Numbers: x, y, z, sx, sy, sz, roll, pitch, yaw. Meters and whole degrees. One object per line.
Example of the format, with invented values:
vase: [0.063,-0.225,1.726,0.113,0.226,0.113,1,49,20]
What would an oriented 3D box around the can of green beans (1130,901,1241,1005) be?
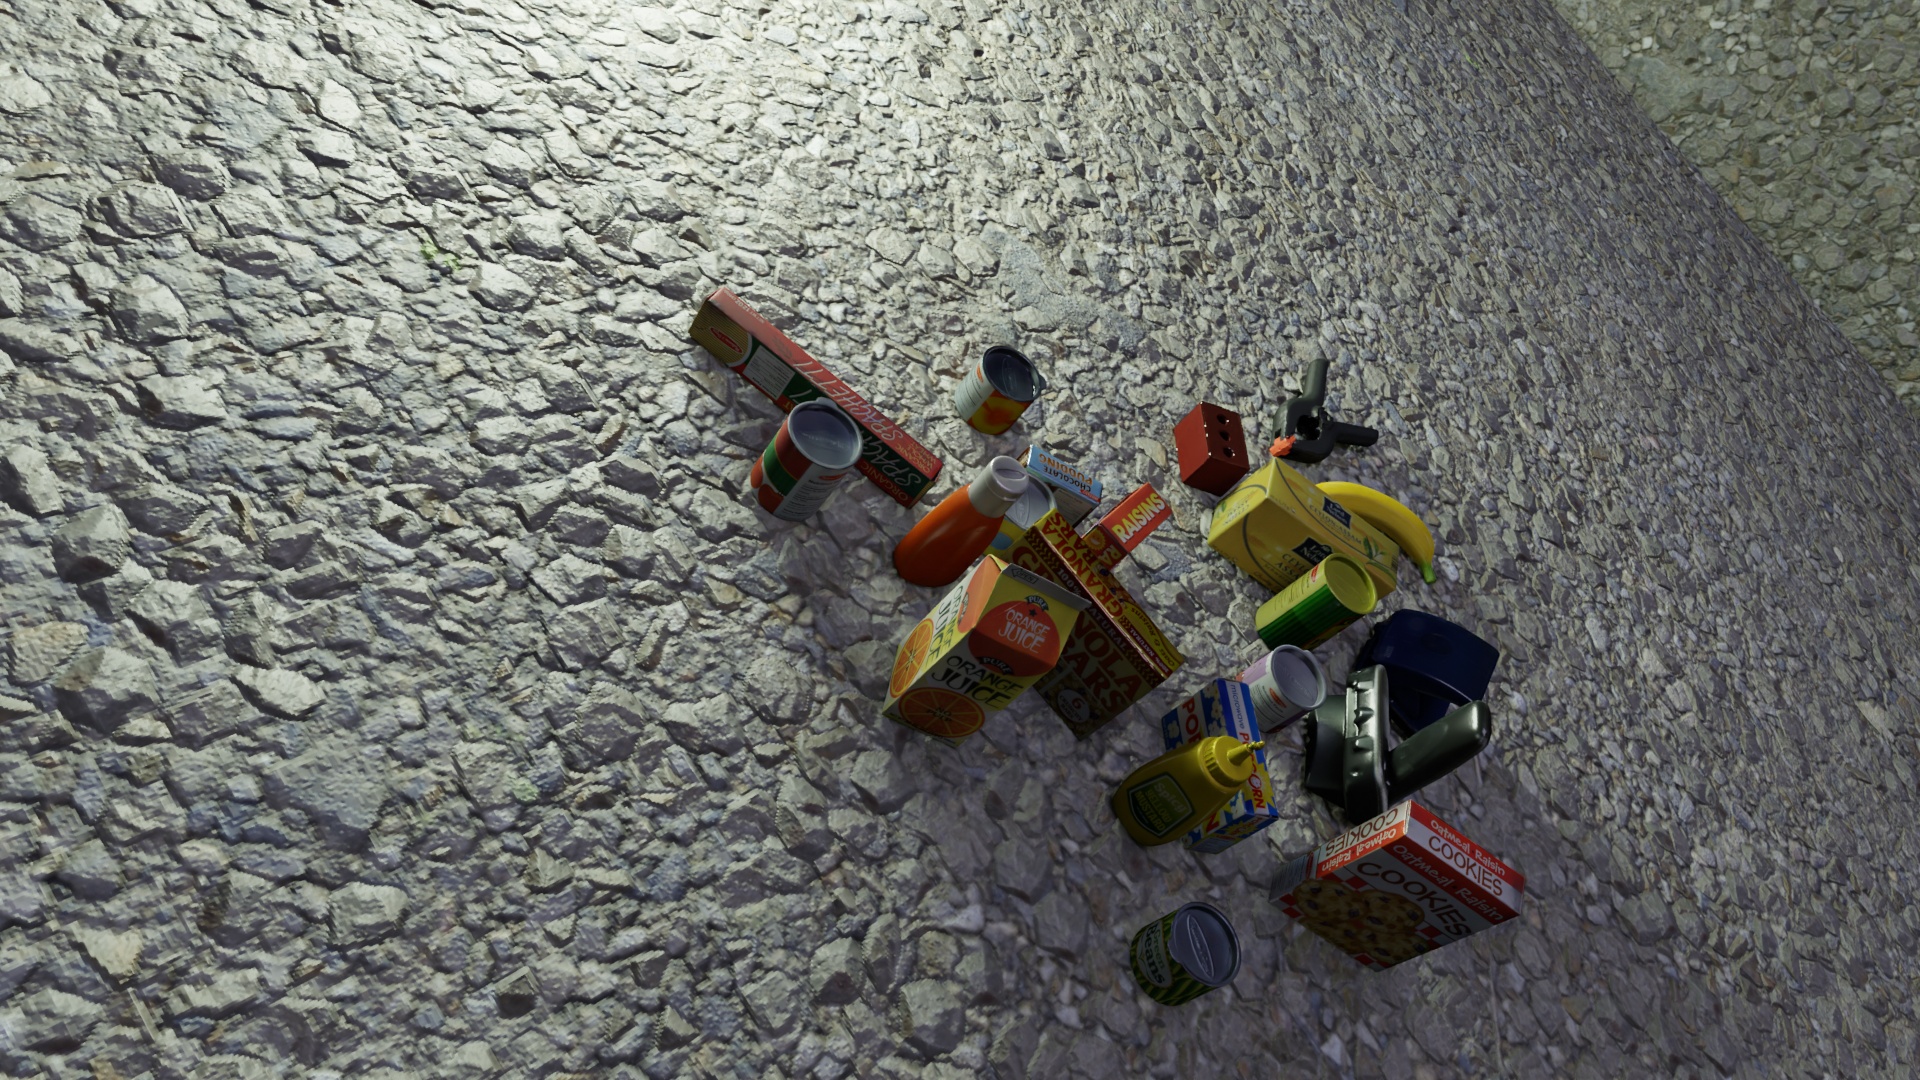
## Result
can of green beans: [0.175,0.323,1.086,0.071,0.057,0.071,18,51,-23]

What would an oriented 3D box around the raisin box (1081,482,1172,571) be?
raisin box: [0.122,0.010,1.229,0.040,0.122,0.086,49,45,5]

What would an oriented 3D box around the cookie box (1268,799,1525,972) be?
cookie box: [0.361,0.291,1.160,0.123,0.166,0.040,34,46,-9]

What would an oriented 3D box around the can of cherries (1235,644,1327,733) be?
can of cherries: [0.301,0.139,1.304,0.071,0.058,0.072,18,51,-23]

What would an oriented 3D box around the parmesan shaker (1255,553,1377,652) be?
parmesan shaker: [0.348,0.065,1.358,0.071,0.102,0.071,18,51,-23]

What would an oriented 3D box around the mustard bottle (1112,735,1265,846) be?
mustard bottle: [0.188,0.193,1.116,0.049,0.159,0.065,-26,76,-43]

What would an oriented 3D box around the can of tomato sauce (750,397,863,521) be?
can of tomato sauce: [-0.128,-0.066,1.141,0.071,0.082,0.071,18,51,-23]

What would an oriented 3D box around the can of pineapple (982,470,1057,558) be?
can of pineapple: [0.043,-0.023,1.245,0.071,0.057,0.071,18,51,-23]

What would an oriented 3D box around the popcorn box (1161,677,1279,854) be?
popcorn box: [0.220,0.193,1.191,0.038,0.084,0.127,13,53,-27]

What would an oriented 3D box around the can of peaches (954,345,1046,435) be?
can of peaches: [0.038,-0.142,1.327,0.071,0.057,0.071,18,51,-23]

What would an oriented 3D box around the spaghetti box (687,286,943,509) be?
spaghetti box: [-0.124,-0.122,1.207,0.250,0.050,0.029,39,45,-5]

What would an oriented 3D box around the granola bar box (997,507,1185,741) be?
granola bar box: [0.090,0.073,1.161,0.165,0.123,0.039,50,45,6]

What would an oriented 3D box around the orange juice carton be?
orange juice carton: [0.019,0.078,1.061,0.072,0.191,0.073,27,48,-16]

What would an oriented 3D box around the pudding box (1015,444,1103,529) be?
pudding box: [0.085,-0.049,1.298,0.083,0.049,0.030,27,48,-16]

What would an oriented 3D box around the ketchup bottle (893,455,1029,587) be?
ketchup bottle: [0.004,-0.014,1.148,0.065,0.148,0.044,5,57,-32]
